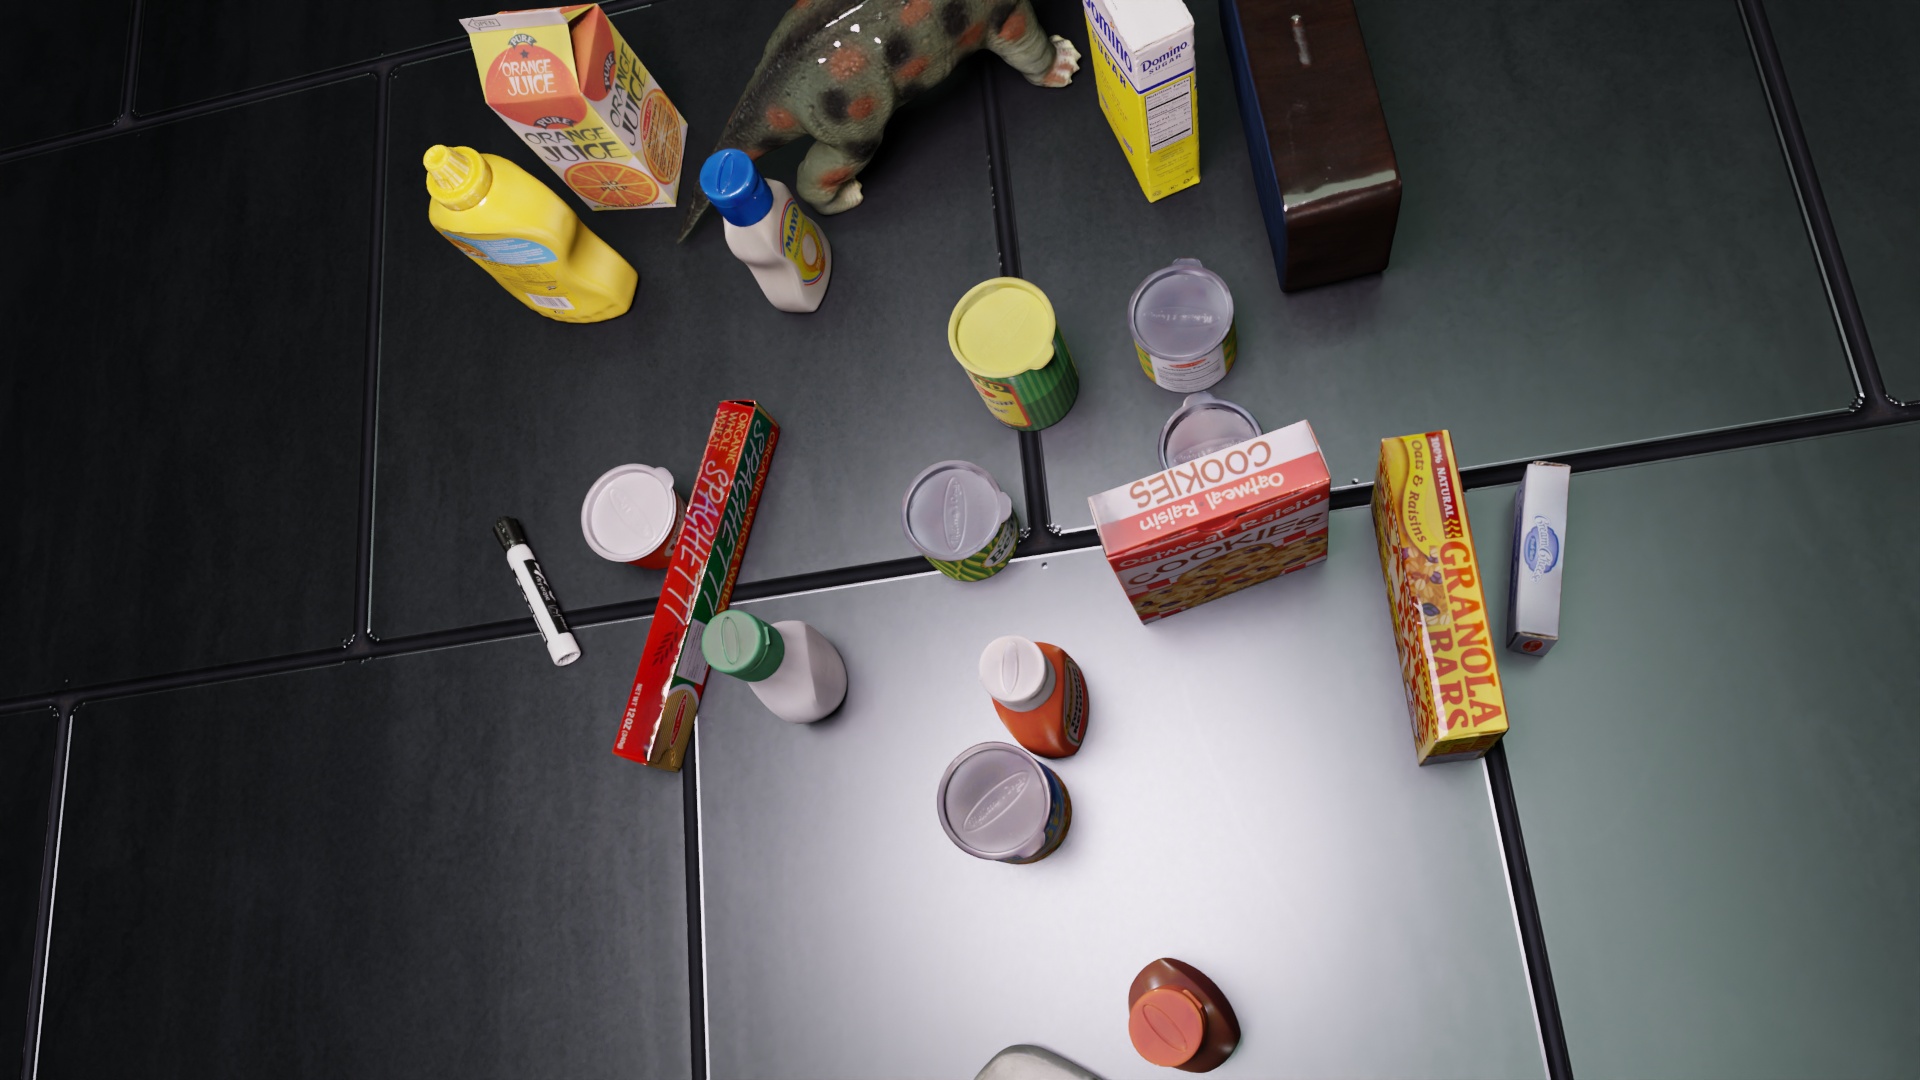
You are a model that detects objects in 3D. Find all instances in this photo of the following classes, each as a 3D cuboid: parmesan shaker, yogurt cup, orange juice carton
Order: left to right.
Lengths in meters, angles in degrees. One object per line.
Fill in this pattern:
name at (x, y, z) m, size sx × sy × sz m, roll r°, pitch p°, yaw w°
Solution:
orange juice carton at (-0.266, -0.310, 0.973) m, size 0.072 × 0.192 × 0.073 m, roll 0°, pitch 75°, yaw 14°
yogurt cup at (-0.216, -0.013, 0.948) m, size 0.072 × 0.054 × 0.072 m, roll -4°, pitch 73°, yaw 13°
parmesan shaker at (0.038, -0.115, 0.890) m, size 0.071 × 0.103 × 0.071 m, roll -4°, pitch 74°, yaw 13°

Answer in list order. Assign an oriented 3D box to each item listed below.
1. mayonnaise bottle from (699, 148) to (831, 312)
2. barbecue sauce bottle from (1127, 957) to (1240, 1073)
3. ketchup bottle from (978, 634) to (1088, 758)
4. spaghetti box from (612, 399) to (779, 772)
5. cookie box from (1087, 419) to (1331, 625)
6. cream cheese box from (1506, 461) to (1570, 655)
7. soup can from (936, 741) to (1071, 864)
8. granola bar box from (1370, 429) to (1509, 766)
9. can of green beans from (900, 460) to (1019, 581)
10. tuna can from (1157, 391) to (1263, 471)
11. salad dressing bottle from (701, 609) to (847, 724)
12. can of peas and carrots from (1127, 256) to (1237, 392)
mayonnaise bottle at (-0.129, -0.209, 0.934) m, size 0.041 × 0.148 × 0.065 m, roll 6°, pitch 76°, yaw 15°
barbecue sauce bottle at (0.116, 0.254, 0.739) m, size 0.043 × 0.148 × 0.065 m, roll -45°, pitch 70°, yaw -1°
ketchup bottle at (0.043, 0.087, 0.805) m, size 0.043 × 0.148 × 0.065 m, roll -1°, pitch 74°, yaw 13°
spaghetti box at (-0.173, 0.028, 0.928) m, size 0.029 × 0.050 × 0.250 m, roll 11°, pitch 77°, yaw 16°
cookie box at (0.147, -0.004, 0.797) m, size 0.123 × 0.167 × 0.040 m, roll -20°, pitch 71°, yaw 7°
cream cheese box at (0.335, 0.011, 0.807) m, size 0.024 × 0.053 × 0.104 m, roll 6°, pitch 76°, yaw 15°
soup can at (0.029, 0.159, 0.822) m, size 0.071 × 0.083 × 0.071 m, roll -4°, pitch 74°, yaw 13°
granola bar box at (0.266, 0.036, 0.779) m, size 0.039 × 0.124 × 0.166 m, roll -9°, pitch 72°, yaw 11°
can of green beans at (0.001, -0.011, 0.893) m, size 0.071 × 0.057 × 0.071 m, roll -4°, pitch 74°, yaw 13°
tuna can at (0.159, -0.056, 0.881) m, size 0.071 × 0.032 × 0.071 m, roll -4°, pitch 73°, yaw 13°
salad dressing bottle at (-0.112, 0.074, 0.847) m, size 0.044 × 0.147 × 0.064 m, roll -14°, pitch 72°, yaw 10°
can of peas and carrots at (0.144, -0.138, 0.894) m, size 0.071 × 0.058 × 0.071 m, roll -4°, pitch 74°, yaw 13°
